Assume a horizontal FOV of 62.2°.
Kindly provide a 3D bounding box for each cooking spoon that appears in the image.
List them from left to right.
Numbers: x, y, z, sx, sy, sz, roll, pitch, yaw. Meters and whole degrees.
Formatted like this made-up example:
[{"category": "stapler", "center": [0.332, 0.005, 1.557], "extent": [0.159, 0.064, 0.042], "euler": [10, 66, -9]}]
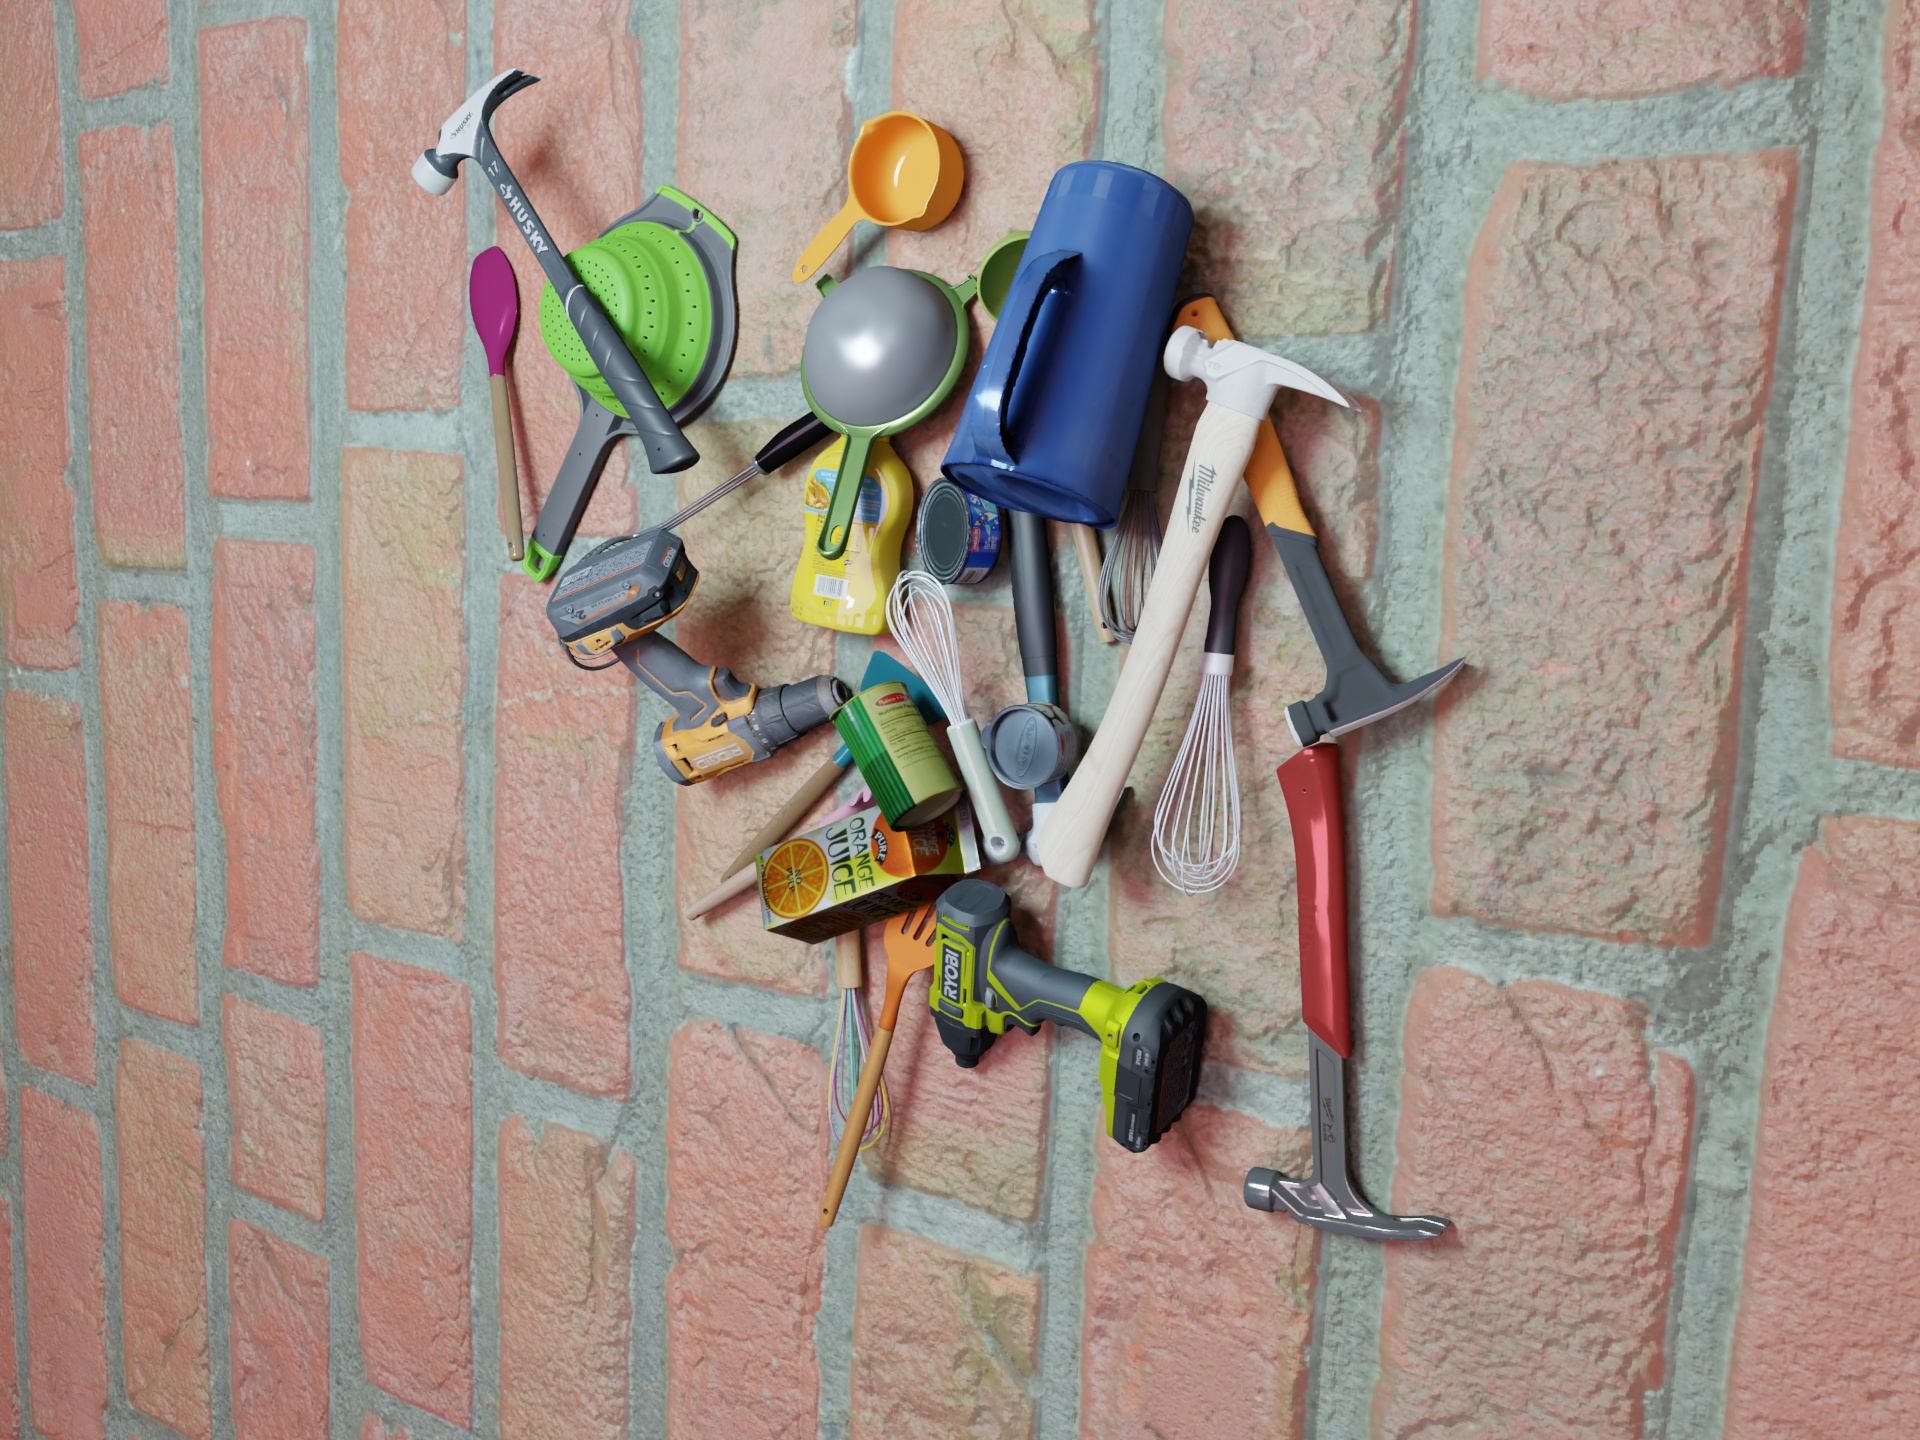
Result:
[{"category": "cooking spoon", "center": [-0.445, -0.308, 1.539], "extent": [0.069, 0.017, 0.319], "euler": [-15, 79, 35]}]

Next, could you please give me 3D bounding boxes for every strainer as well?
[{"category": "strainer", "center": [-0.085, -0.256, 1.259], "extent": [0.151, 0.069, 0.256], "euler": [8, 77, 25]}]

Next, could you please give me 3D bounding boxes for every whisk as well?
[{"category": "whisk", "center": [-0.093, 0.255, 1.397], "extent": [0.047, 0.051, 0.245], "euler": [-3, 90, 11]}, {"category": "whisk", "center": [-0.002, -0.004, 1.267], "extent": [0.058, 0.059, 0.246], "euler": [-20, 89, 28]}, {"category": "whisk", "center": [0.137, -0.175, 1.200], "extent": [0.055, 0.055, 0.239], "euler": [6, 94, 31]}, {"category": "whisk", "center": [0.187, -0.010, 1.178], "extent": [0.070, 0.070, 0.284], "euler": [8, 95, 31]}]

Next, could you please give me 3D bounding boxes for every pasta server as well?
[{"category": "pasta server", "center": [-0.136, 0.113, 1.396], "extent": [0.316, 0.060, 0.040], "euler": [-33, 56, 30]}]

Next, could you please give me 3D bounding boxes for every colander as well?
[{"category": "colander", "center": [-0.345, -0.296, 1.454], "extent": [0.205, 0.094, 0.397], "euler": [40, 114, 22]}]

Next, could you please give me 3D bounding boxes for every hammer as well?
[{"category": "hammer", "center": [-0.334, -0.376, 1.362], "extent": [0.149, 0.036, 0.409], "euler": [-40, 75, 26]}, {"category": "hammer", "center": [0.061, -0.049, 1.265], "extent": [0.128, 0.033, 0.331], "euler": [-4, 93, 33]}, {"category": "hammer", "center": [0.151, -0.063, 1.141], "extent": [0.146, 0.038, 0.410], "euler": [28, 108, 31]}, {"category": "hammer", "center": [0.235, -0.157, 1.134], "extent": [0.127, 0.034, 0.337], "euler": [-24, 78, 14]}, {"category": "hammer", "center": [0.275, 0.196, 1.158], "extent": [0.149, 0.036, 0.359], "euler": [0, 96, 32]}]

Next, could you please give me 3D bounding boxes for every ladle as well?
[{"category": "ladle", "center": [0.079, -0.216, 1.224], "extent": [0.078, 0.062, 0.320], "euler": [-13, 92, 7]}]

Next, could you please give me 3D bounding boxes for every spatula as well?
[{"category": "spatula", "center": [-0.125, 0.056, 1.387], "extent": [0.082, 0.044, 0.317], "euler": [39, 119, -8]}, {"category": "spatula", "center": [-0.065, 0.282, 1.353], "extent": [0.081, 0.041, 0.322], "euler": [22, 100, 28]}]

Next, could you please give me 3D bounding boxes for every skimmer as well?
[{"category": "skimmer", "center": [-0.210, -0.167, 1.390], "extent": [0.363, 0.127, 0.090], "euler": [-29, 75, 21]}]

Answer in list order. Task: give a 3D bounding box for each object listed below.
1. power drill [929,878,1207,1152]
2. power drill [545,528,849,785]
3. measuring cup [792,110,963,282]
[{"category": "power drill", "center": [0.075, 0.240, 1.258], "extent": [0.223, 0.080, 0.171], "euler": [22, 124, 32]}, {"category": "power drill", "center": [-0.219, -0.052, 1.359], "extent": [0.185, 0.084, 0.226], "euler": [-19, 125, 22]}, {"category": "measuring cup", "center": [-0.069, -0.415, 1.295], "extent": [0.173, 0.052, 0.095], "euler": [-39, 75, 31]}]
